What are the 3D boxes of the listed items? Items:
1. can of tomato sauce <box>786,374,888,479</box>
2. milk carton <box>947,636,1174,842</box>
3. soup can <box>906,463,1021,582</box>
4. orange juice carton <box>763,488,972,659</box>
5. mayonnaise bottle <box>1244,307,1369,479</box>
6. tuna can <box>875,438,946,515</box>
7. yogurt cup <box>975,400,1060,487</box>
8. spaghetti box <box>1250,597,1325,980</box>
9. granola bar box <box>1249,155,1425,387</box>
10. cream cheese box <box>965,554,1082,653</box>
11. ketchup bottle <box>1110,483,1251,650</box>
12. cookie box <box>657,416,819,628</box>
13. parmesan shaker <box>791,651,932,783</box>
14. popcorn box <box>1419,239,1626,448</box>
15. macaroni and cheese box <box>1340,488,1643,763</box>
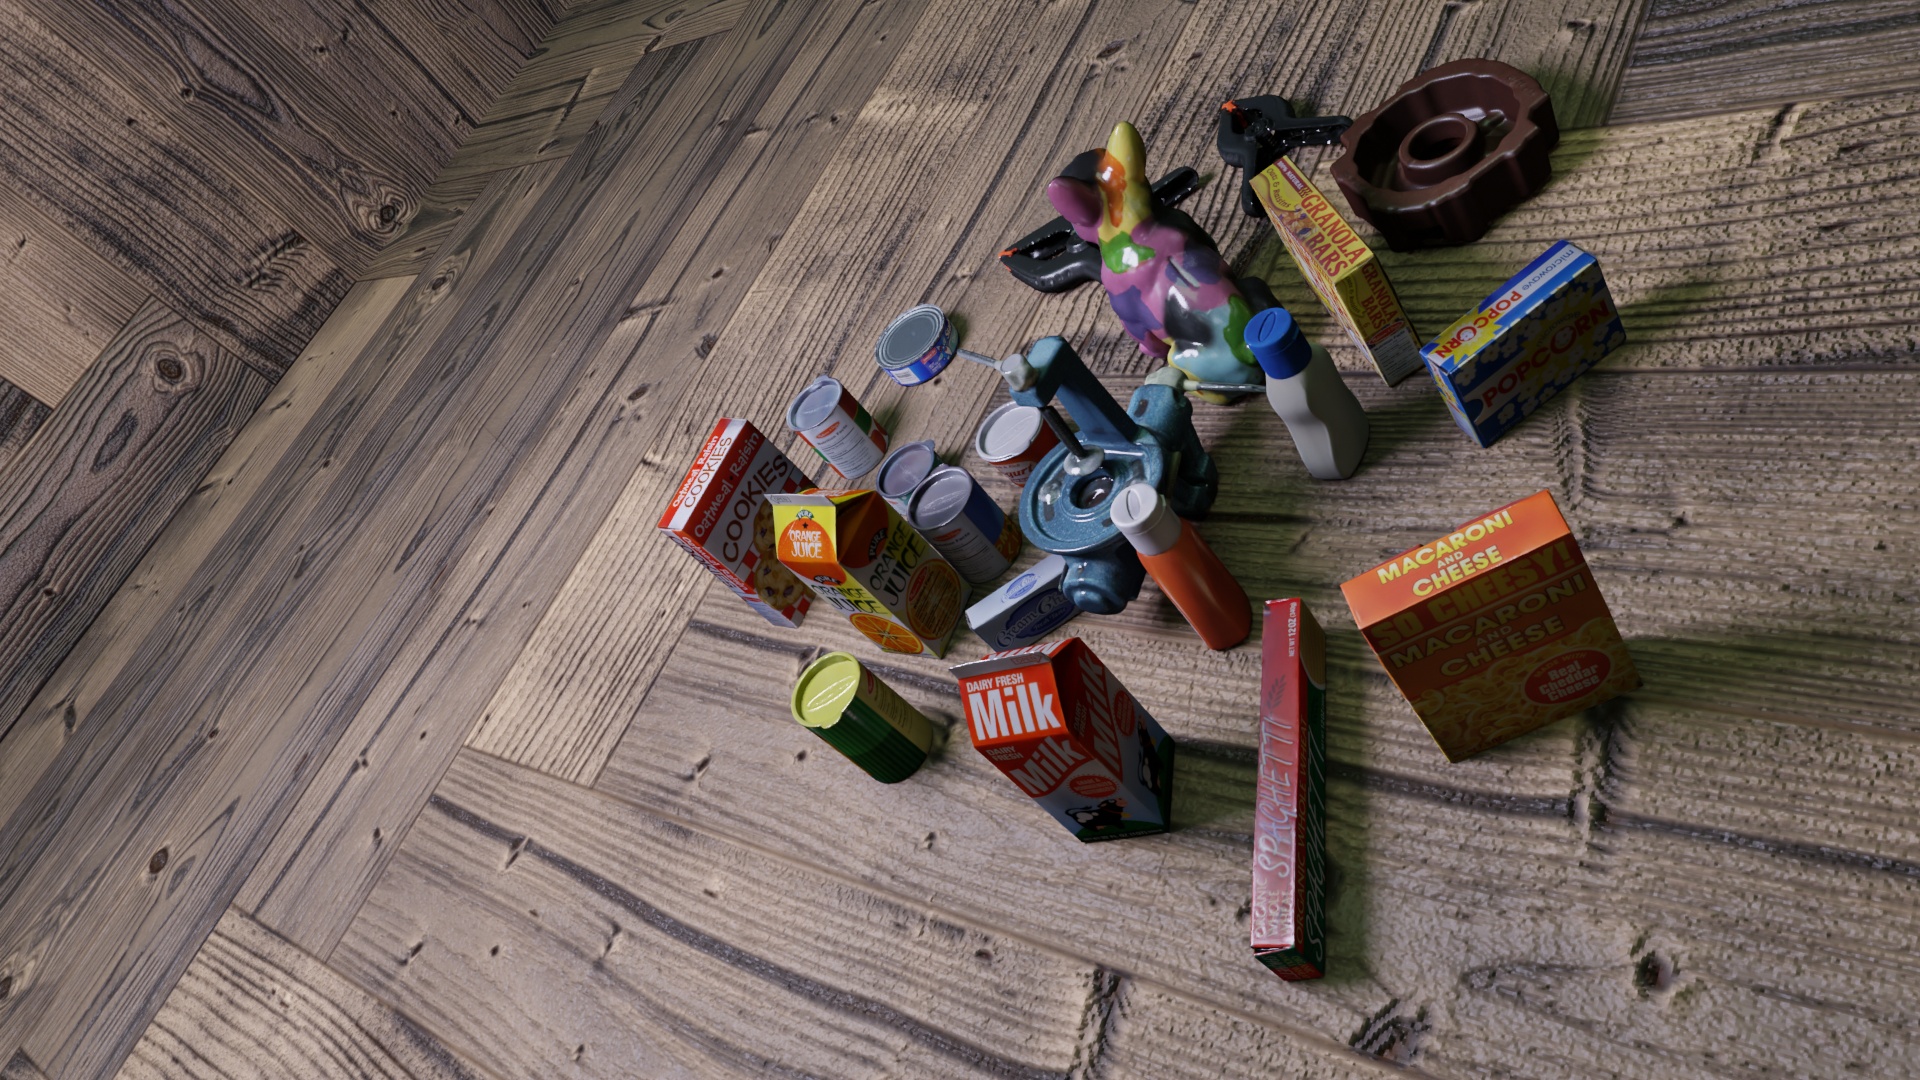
[{"bbox_3d":[-0.121,-0.112,1.378,0.071,0.083,0.071,-23,44,24],"label":"can of tomato sauce"},{"bbox_3d":[0.070,0.126,0.926,0.072,0.190,0.074,-15,47,30],"label":"milk carton"},{"bbox_3d":[0.004,-0.015,1.189,0.071,0.083,0.072,-23,44,24],"label":"soup can"},{"bbox_3d":[-0.079,0.017,1.144,0.072,0.192,0.073,3,58,41],"label":"orange juice carton"},{"bbox_3d":[0.253,-0.109,1.014,0.041,0.147,0.065,3,58,41],"label":"mayonnaise bottle"},{"bbox_3d":[-0.042,-0.060,1.307,0.071,0.032,0.071,-22,44,24],"label":"tuna can"},{"bbox_3d":[0.055,-0.084,1.230,0.072,0.054,0.073,-22,44,24],"label":"yogurt cup"},{"bbox_3d":[0.213,0.153,0.893,0.028,0.050,0.251,-14,48,31],"label":"spaghetti box"},{"bbox_3d":[0.296,-0.213,1.089,0.039,0.124,0.166,-33,41,13],"label":"granola bar box"},{"bbox_3d":[0.061,0.050,1.108,0.103,0.053,0.024,-34,41,11],"label":"cream cheese box"},{"bbox_3d":[0.157,0.016,0.984,0.043,0.148,0.065,-27,43,20],"label":"ketchup bottle"},{"bbox_3d":[-0.186,-0.015,1.282,0.040,0.167,0.123,3,58,42],"label":"cookie box"},{"bbox_3d":[-0.077,0.144,1.101,0.071,0.103,0.072,-23,44,24],"label":"parmesan shaker"},{"bbox_3d":[0.394,-0.137,0.971,0.126,0.085,0.038,-39,40,6],"label":"popcorn box"},{"bbox_3d":[0.310,0.055,0.808,0.123,0.166,0.040,-28,42,18],"label":"macaroni and cheese box"}]
